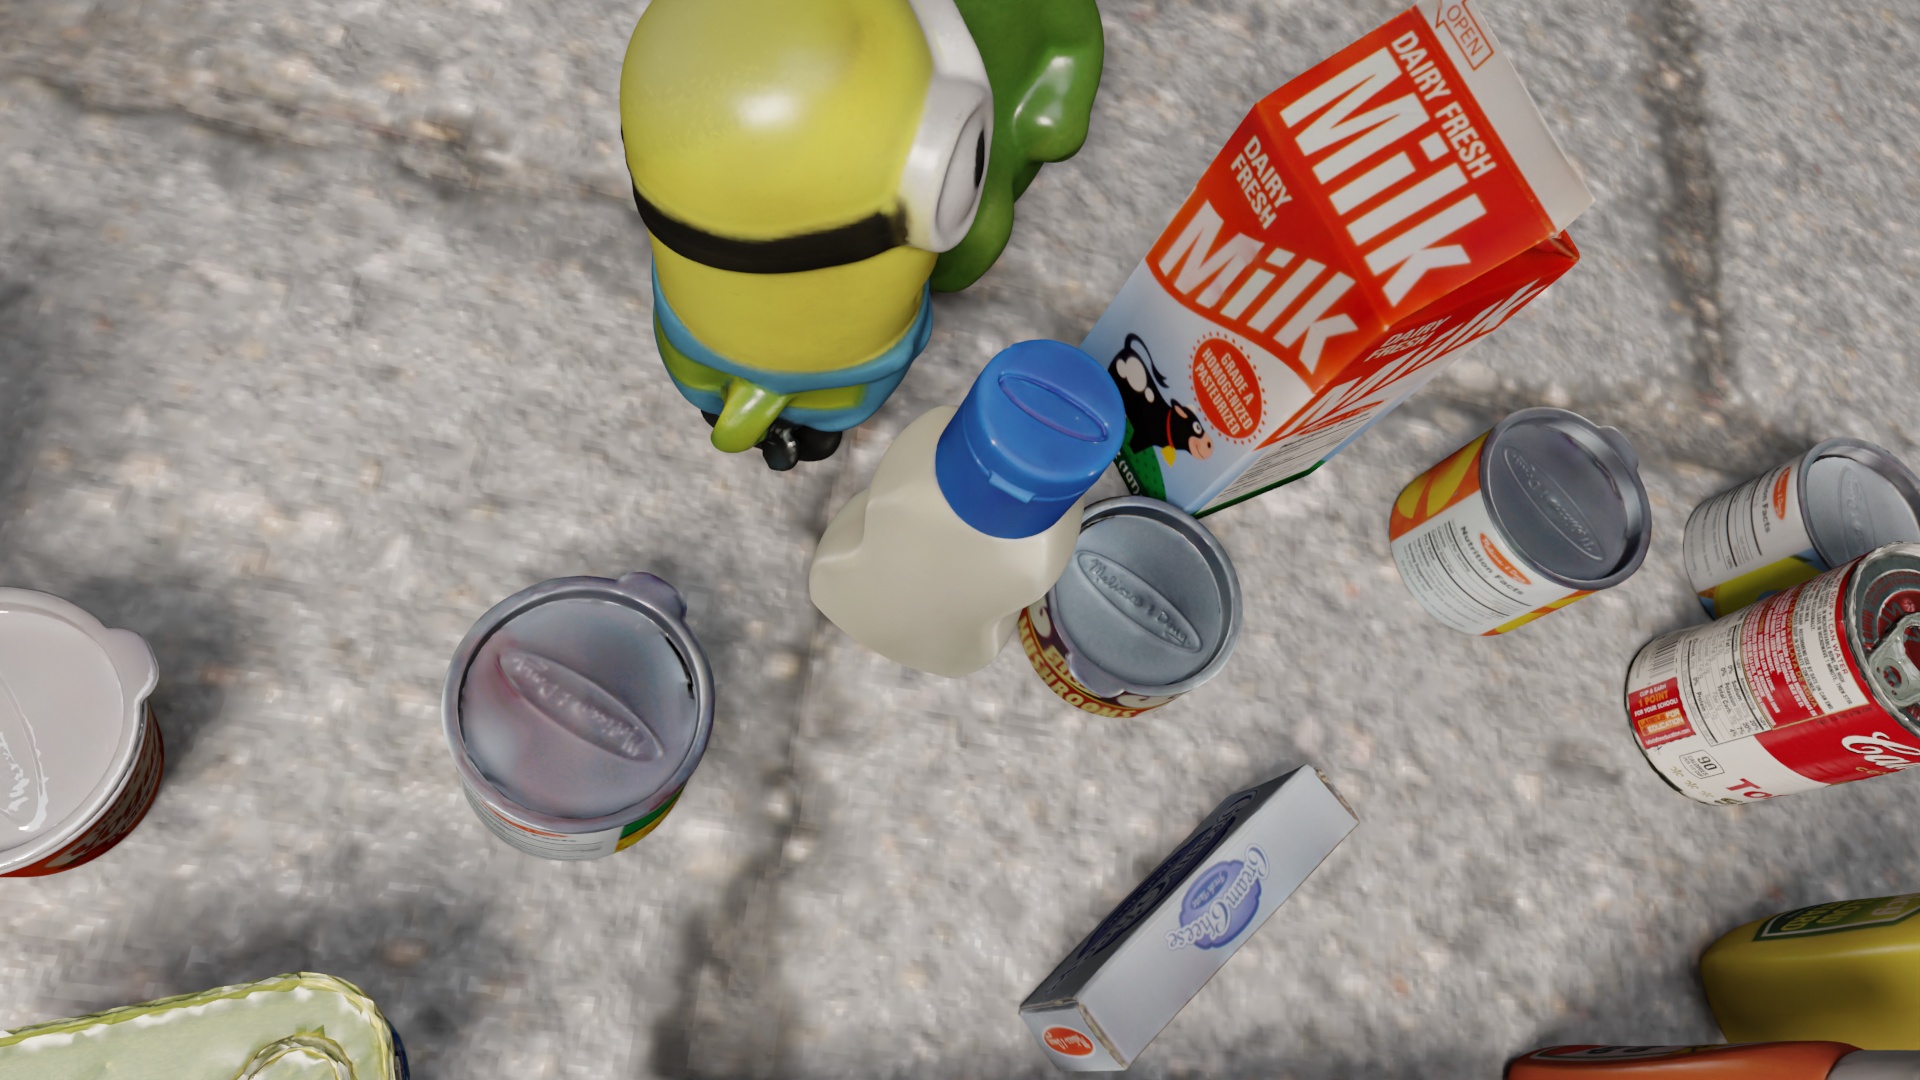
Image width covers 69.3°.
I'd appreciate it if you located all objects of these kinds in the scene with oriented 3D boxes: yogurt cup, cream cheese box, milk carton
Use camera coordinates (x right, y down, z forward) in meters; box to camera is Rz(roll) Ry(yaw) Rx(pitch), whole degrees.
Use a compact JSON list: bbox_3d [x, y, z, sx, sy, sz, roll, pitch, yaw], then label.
[{"bbox_3d":[-0.229,0.051,0.336,0.072,0.053,0.072,6,68,-15],"label":"yogurt cup"},{"bbox_3d":[0.066,0.109,0.404,0.104,0.053,0.024,-37,84,-26],"label":"cream cheese box"},{"bbox_3d":[0.107,-0.076,0.413,0.074,0.189,0.072,-21,77,-23],"label":"milk carton"}]

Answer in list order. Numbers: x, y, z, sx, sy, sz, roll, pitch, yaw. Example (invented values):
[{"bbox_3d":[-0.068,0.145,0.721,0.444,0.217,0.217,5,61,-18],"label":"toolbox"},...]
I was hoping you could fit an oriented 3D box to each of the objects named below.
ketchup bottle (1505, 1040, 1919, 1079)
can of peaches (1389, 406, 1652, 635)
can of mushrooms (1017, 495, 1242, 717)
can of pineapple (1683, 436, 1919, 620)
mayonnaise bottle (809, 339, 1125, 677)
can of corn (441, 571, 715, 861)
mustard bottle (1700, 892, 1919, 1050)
[{"bbox_3d":[0.219,0.160,0.379,0.065,0.148,0.044,10,67,-13],"label":"ketchup bottle"},{"bbox_3d":[0.196,-0.006,0.487,0.071,0.058,0.071,6,68,-15],"label":"can of peaches"},{"bbox_3d":[0.052,0.023,0.445,0.071,0.033,0.071,6,68,-15],"label":"can of mushrooms"},{"bbox_3d":[0.321,0.003,0.522,0.071,0.057,0.071,6,68,-15],"label":"can of pineapple"},{"bbox_3d":[0.001,-0.005,0.376,0.065,0.147,0.041,28,64,-5],"label":"mayonnaise bottle"},{"bbox_3d":[-0.101,0.048,0.374,0.071,0.058,0.071,6,68,-15],"label":"can of corn"},{"bbox_3d":[0.298,0.128,0.409,0.065,0.159,0.049,-12,74,-21],"label":"mustard bottle"}]
